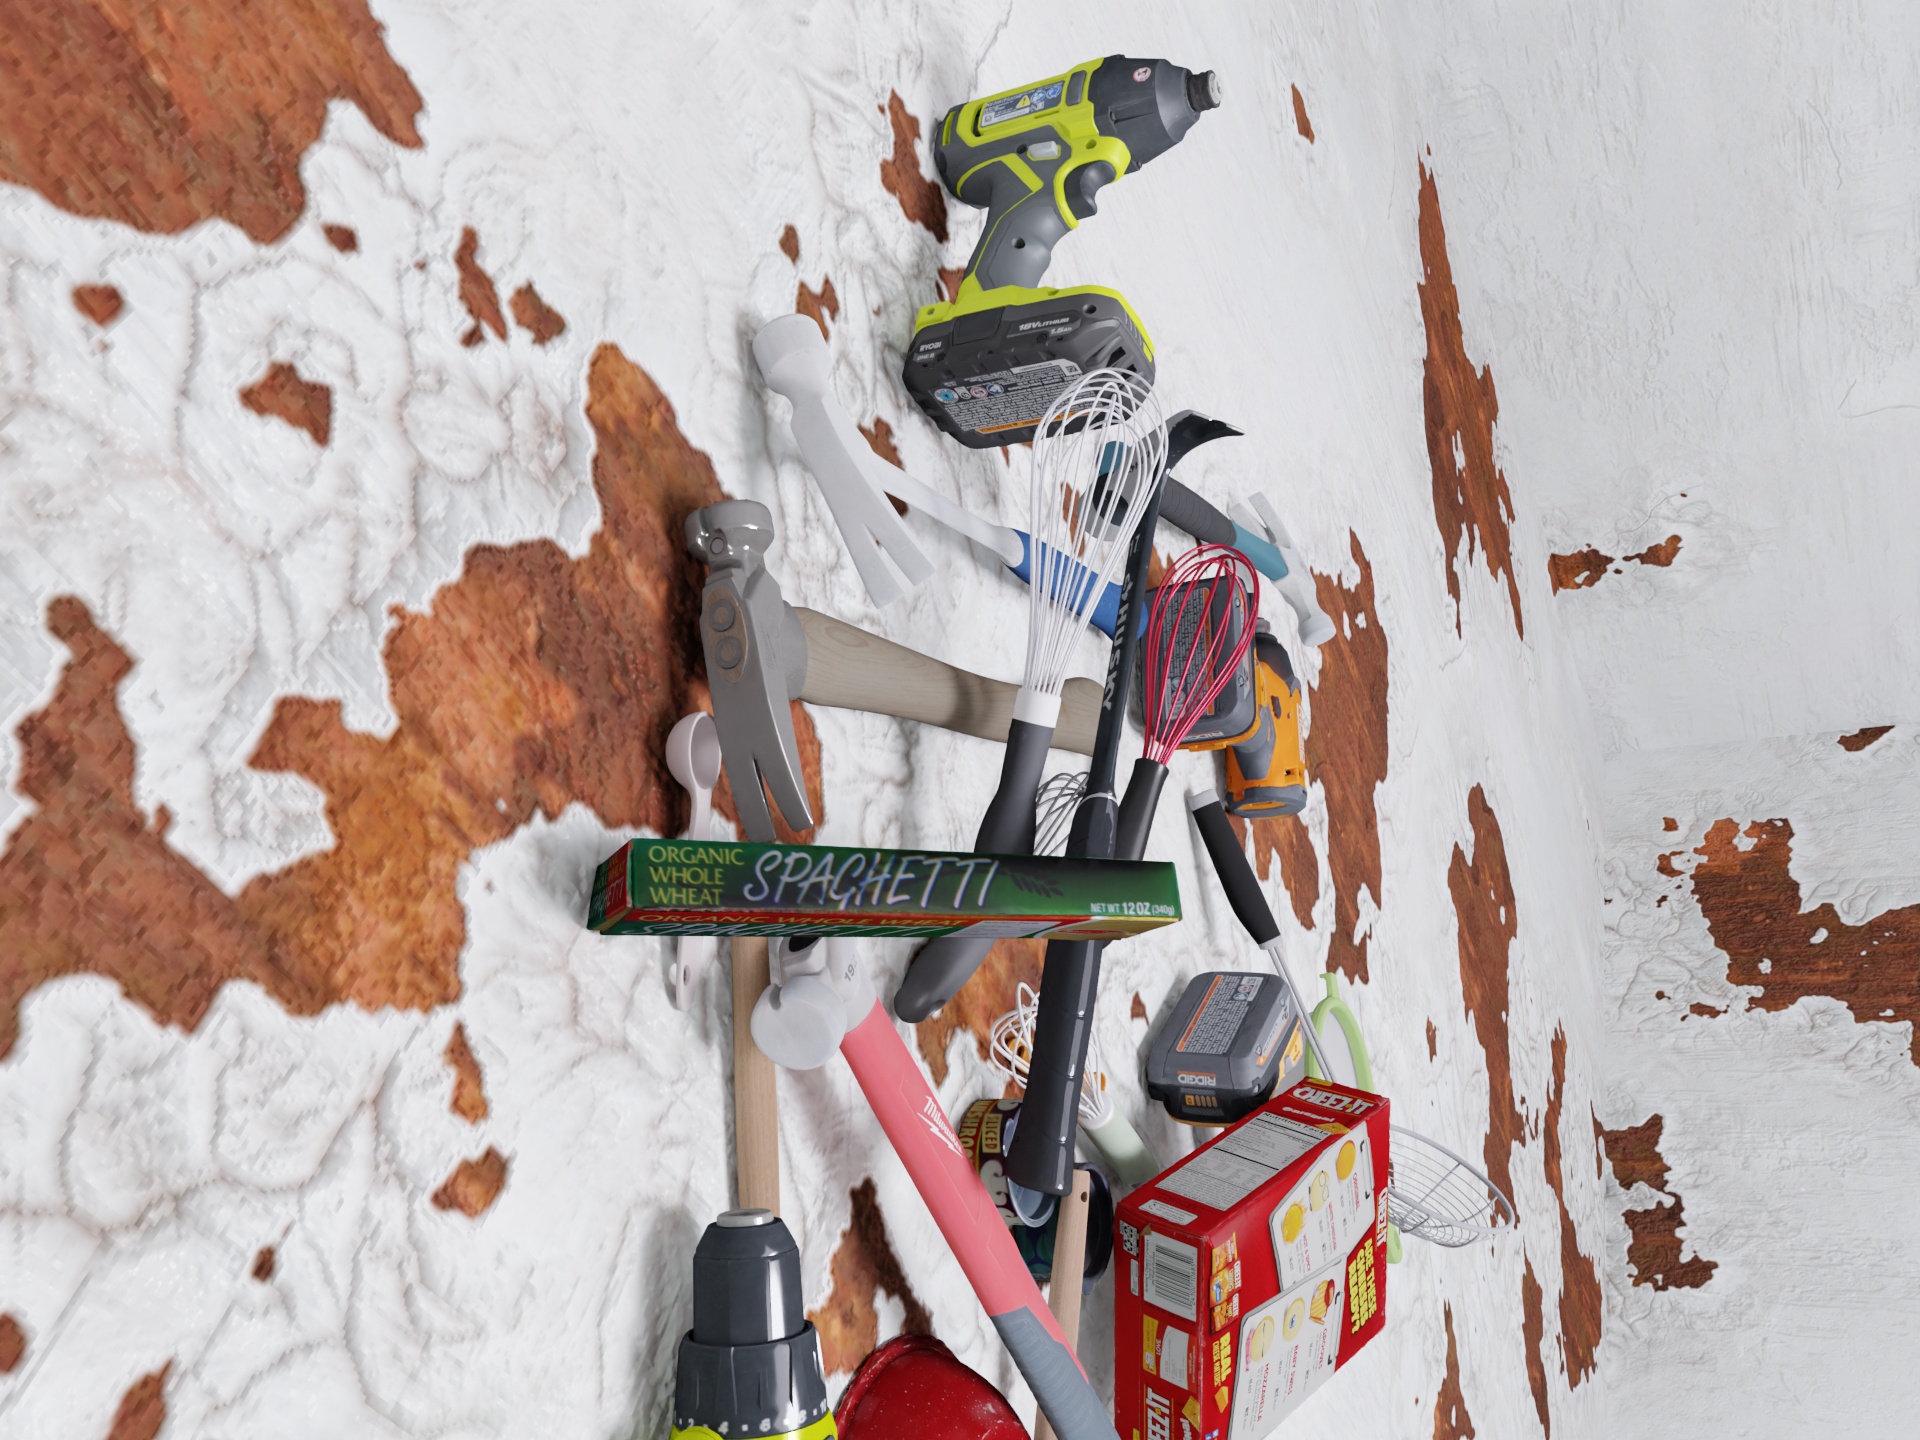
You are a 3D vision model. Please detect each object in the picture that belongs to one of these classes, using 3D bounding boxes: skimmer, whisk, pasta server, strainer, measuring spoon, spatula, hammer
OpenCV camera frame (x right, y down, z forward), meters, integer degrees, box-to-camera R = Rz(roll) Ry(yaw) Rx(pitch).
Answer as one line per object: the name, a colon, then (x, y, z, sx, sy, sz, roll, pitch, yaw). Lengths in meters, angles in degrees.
skimmer: (0.275, 0.206, 1.147, 0.127, 0.090, 0.363, -6, 69, -62)
whisk: (0.130, 0.012, 1.033, 0.073, 0.073, 0.296, 45, 60, -48)
pasta server: (0.050, 0.395, 0.820, 0.060, 0.040, 0.316, 20, 72, -42)
strainer: (0.292, 0.339, 1.271, 0.256, 0.069, 0.151, 67, 30, -24)
measuring spoon: (0.055, 0.205, 0.939, 0.116, 0.011, 0.021, 36, 66, -49)
spatula: (-0.083, 0.216, 0.672, 0.059, 0.018, 0.316, 4, 80, -53)
hammer: (0.024, -0.095, 0.898, 0.405, 0.035, 0.144, 19, 44, -62)
hammer: (0.074, 0.028, 0.795, 0.036, 0.149, 0.409, 17, 67, -14)
hammer: (0.020, 0.251, 0.753, 0.386, 0.038, 0.143, 63, 20, -16)
whisk: (0.025, 0.095, 0.879, 0.239, 0.055, 0.055, -43, 121, -51)
hammer: (-0.001, -0.003, 0.841, 0.410, 0.038, 0.146, 12, 63, -62)
whisk: (0.045, -0.038, 0.802, 0.070, 0.070, 0.284, 8, 97, -61)
measuring spoon: (-0.116, 0.058, 0.661, 0.034, 0.018, 0.124, 25, 67, -75)
hammer: (0.200, -0.149, 1.237, 0.330, 0.033, 0.128, 17, 49, -55)
whisk: (0.075, 0.222, 0.924, 0.246, 0.058, 0.059, 59, 15, -48)

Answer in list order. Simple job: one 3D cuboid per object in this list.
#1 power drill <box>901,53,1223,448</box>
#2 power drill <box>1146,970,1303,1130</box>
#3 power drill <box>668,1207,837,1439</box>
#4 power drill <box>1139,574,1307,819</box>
power drill: (0.056, -0.273, 0.894, 0.080, 0.171, 0.223, 42, 51, -50)
power drill: (0.189, 0.311, 1.089, 0.185, 0.084, 0.226, -43, 125, -54)
power drill: (-0.115, 0.280, 0.540, 0.228, 0.080, 0.190, 12, 73, -63)
power drill: (0.206, -0.029, 1.201, 0.226, 0.084, 0.164, 35, 51, -58)
